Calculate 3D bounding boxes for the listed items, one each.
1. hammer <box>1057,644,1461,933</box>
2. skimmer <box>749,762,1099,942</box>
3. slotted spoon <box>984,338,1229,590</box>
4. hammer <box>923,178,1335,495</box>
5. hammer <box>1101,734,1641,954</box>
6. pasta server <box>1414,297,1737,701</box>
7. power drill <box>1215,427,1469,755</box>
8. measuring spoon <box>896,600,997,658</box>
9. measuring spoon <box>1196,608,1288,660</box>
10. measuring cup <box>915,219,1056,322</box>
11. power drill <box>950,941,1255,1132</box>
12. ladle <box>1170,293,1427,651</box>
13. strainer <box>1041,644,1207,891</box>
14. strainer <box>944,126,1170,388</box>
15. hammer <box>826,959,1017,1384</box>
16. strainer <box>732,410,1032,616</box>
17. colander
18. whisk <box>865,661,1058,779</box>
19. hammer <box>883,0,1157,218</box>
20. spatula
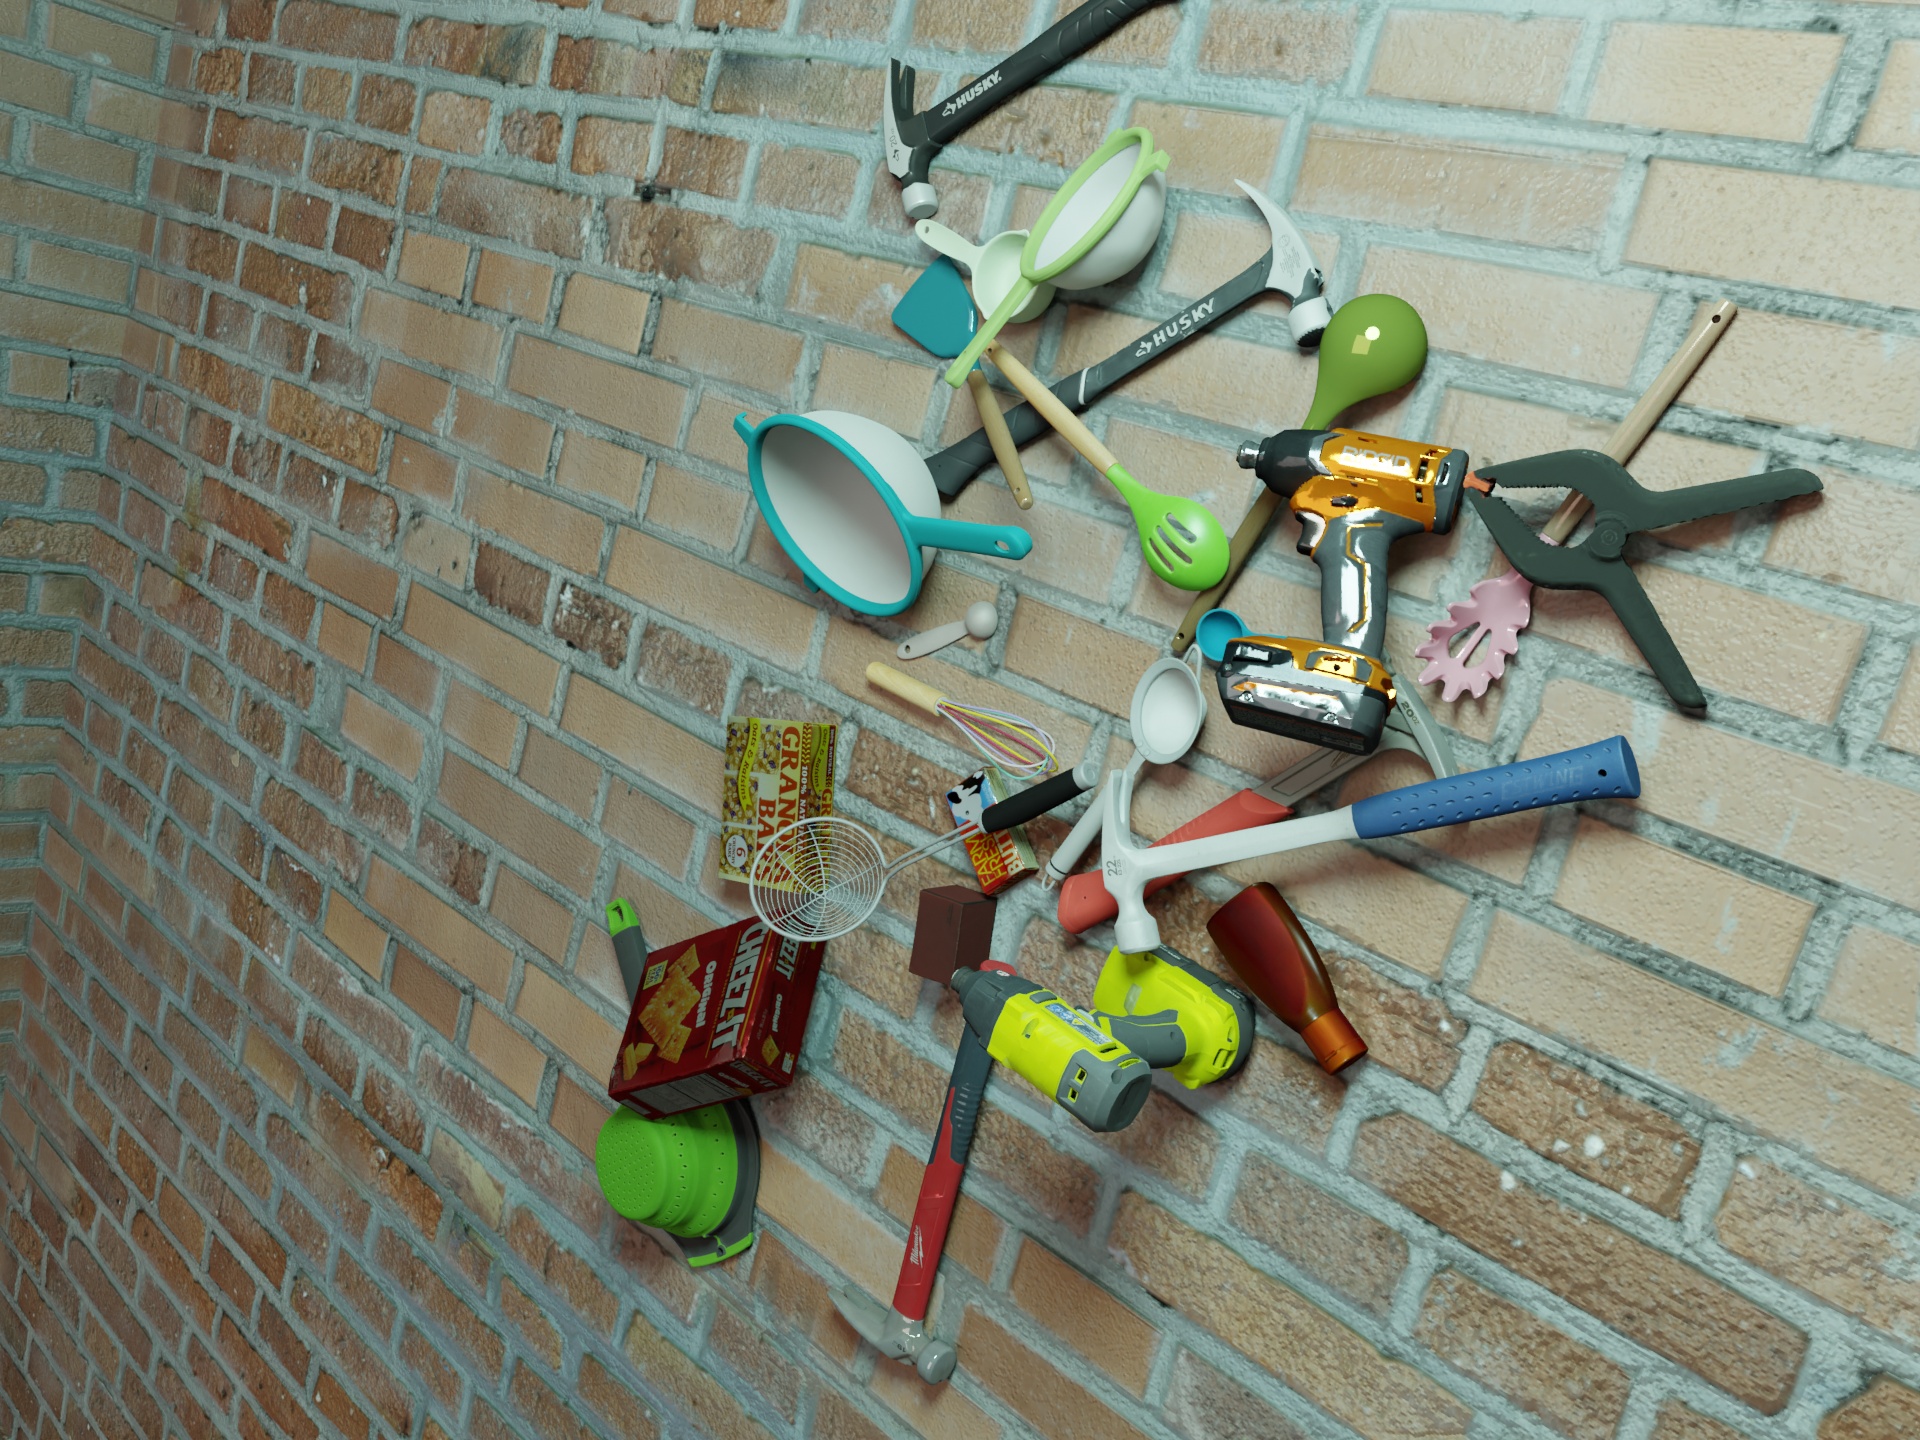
[{"bbox_3d":[0.218,0.088,1.250,0.359,0.036,0.149,-36,69,33],"label":"hammer"},{"bbox_3d":[-0.040,0.100,1.396,0.363,0.090,0.127,-28,48,38],"label":"skimmer"},{"bbox_3d":[0.109,-0.220,1.312,0.314,0.031,0.070,51,127,27],"label":"slotted spoon"},{"bbox_3d":[0.119,-0.296,1.341,0.409,0.036,0.149,-25,72,37],"label":"hammer"},{"bbox_3d":[0.276,0.069,1.154,0.405,0.035,0.144,-16,79,34],"label":"hammer"},{"bbox_3d":[0.421,-0.147,1.087,0.060,0.040,0.316,38,112,14],"label":"pasta server"},{"bbox_3d":[0.256,-0.103,1.140,0.164,0.084,0.226,15,79,19],"label":"power drill"},{"bbox_3d":[-0.017,-0.079,1.459,0.124,0.018,0.034,-20,77,38],"label":"measuring spoon"},{"bbox_3d":[0.247,-0.059,1.247,0.129,0.021,0.042,15,108,30],"label":"measuring spoon"},{"bbox_3d":[0.022,-0.411,1.422,0.168,0.038,0.083,40,113,35],"label":"measuring cup"},{"bbox_3d":[0.110,0.230,1.215,0.171,0.223,0.080,31,108,35],"label":"power drill"},{"bbox_3d":[0.252,-0.183,1.233,0.078,0.062,0.320,42,122,22],"label":"ladle"},{"bbox_3d":[0.137,0.045,1.307,0.258,0.050,0.087,-56,41,23],"label":"strainer"},{"bbox_3d":[0.089,-0.365,1.316,0.256,0.069,0.152,-50,25,15],"label":"strainer"},{"bbox_3d":[-0.024,0.395,1.444,0.143,0.038,0.386,23,103,39],"label":"hammer"},{"bbox_3d":[-0.044,-0.193,1.404,0.341,0.095,0.210,15,138,43],"label":"strainer"},{"bbox_3d":[-0.336,0.377,1.664,0.204,0.094,0.397,-32,70,35],"label":"colander"},{"bbox_3d":[-0.002,-0.003,1.434,0.245,0.047,0.051,27,95,41],"label":"whisk"},{"bbox_3d":[0.061,-0.582,1.394,0.335,0.035,0.146,-20,77,37],"label":"hammer"},{"bbox_3d":[0.010,-0.290,1.390,0.082,0.044,0.318,-44,42,26],"label":"spatula"}]
